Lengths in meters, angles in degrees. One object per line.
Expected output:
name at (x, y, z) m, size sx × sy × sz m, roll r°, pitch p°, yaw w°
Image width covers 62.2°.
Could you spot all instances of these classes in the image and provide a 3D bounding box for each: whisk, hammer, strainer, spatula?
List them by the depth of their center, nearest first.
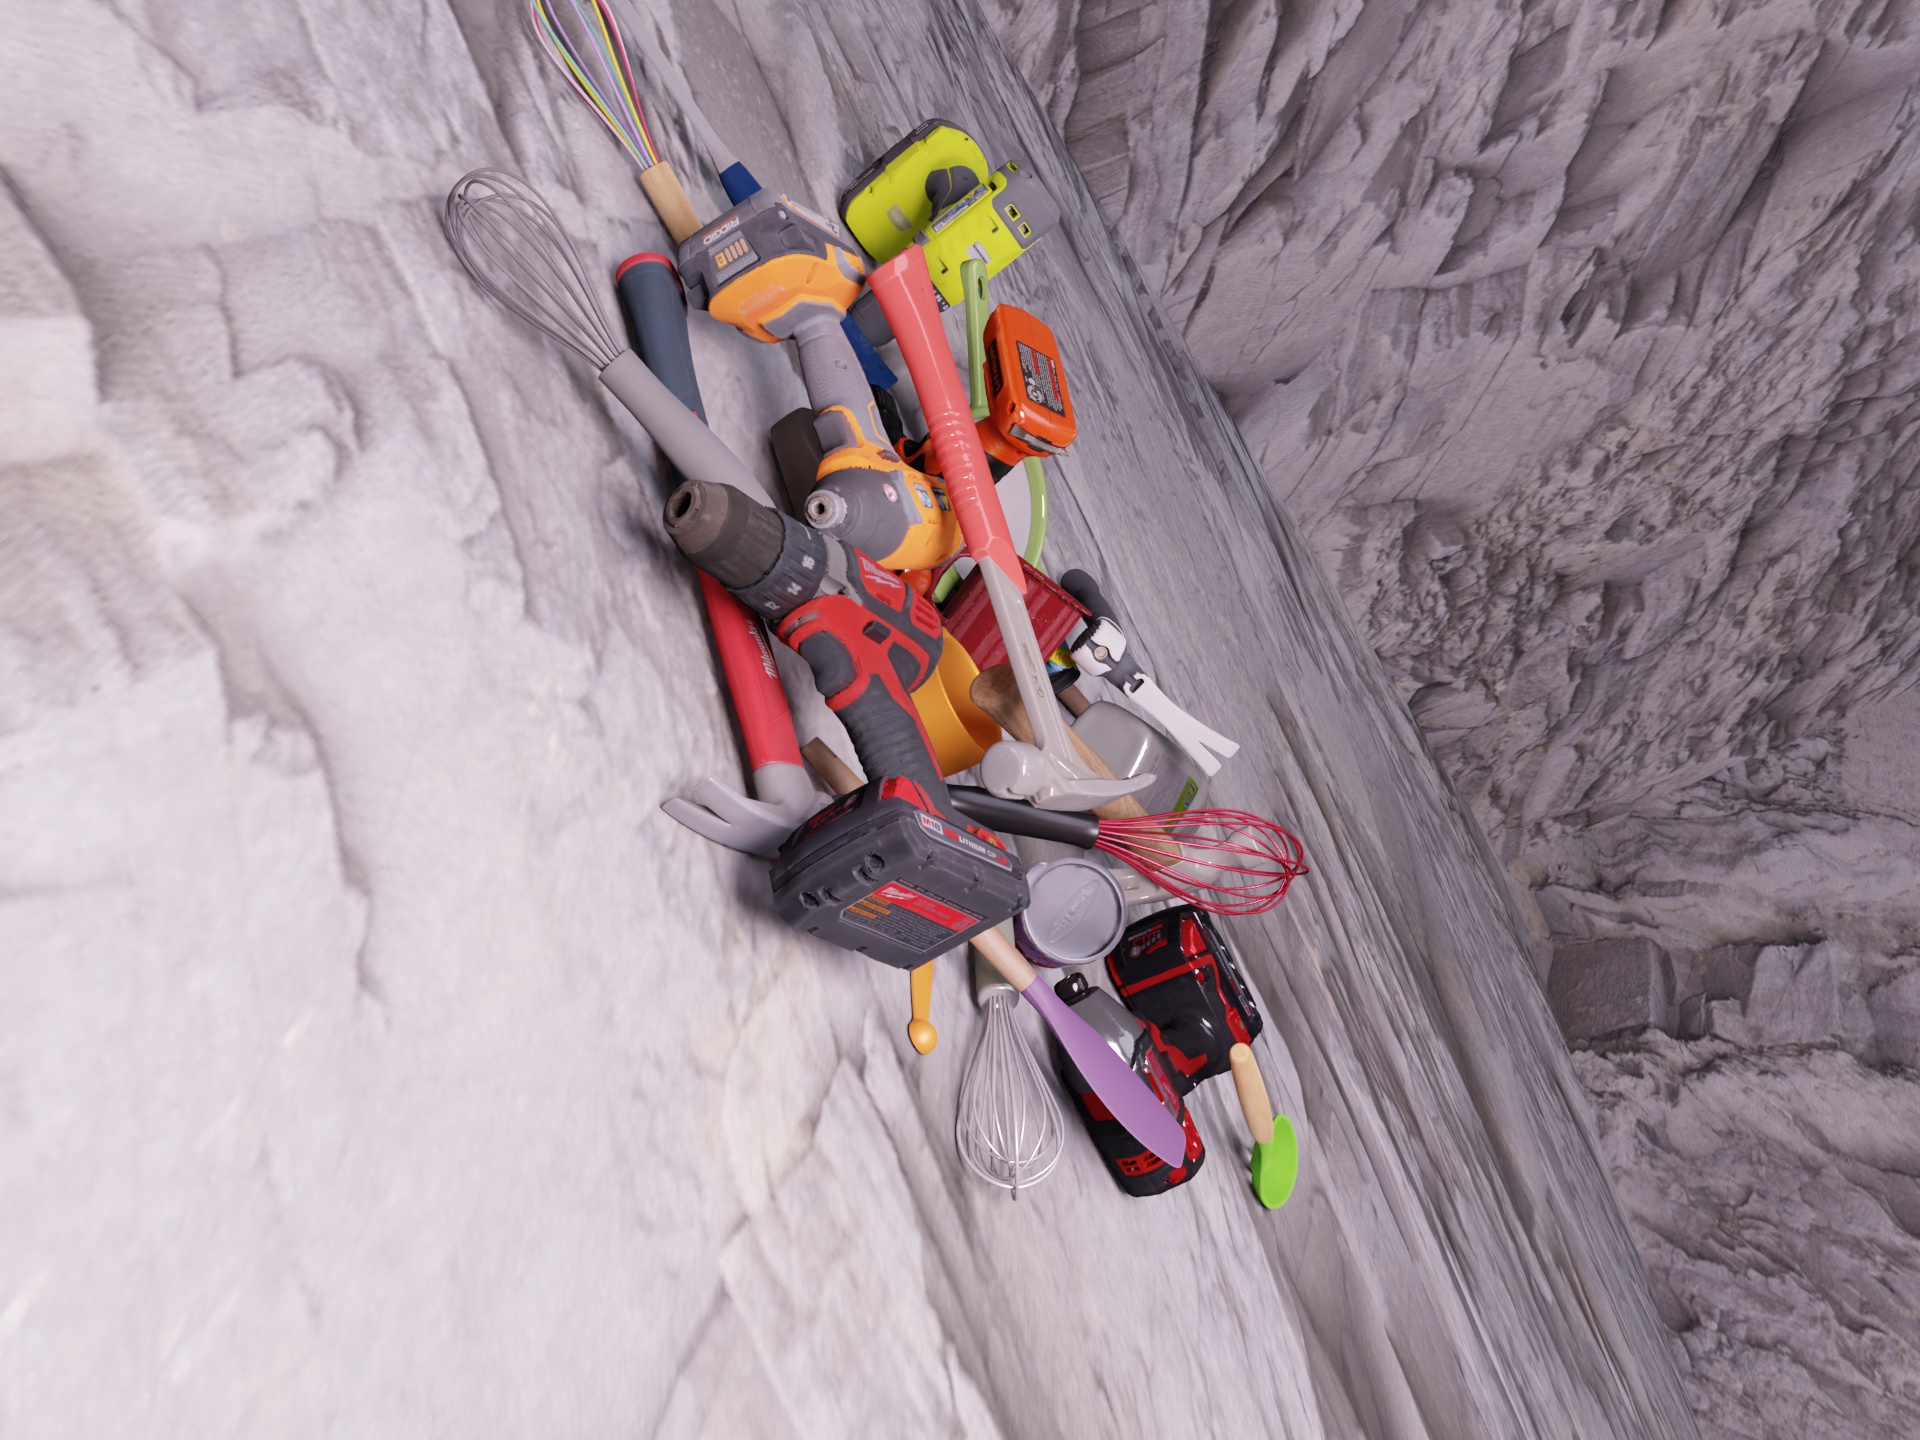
whisk at (-0.175, -0.185, 0.822) m, size 0.239 × 0.055 × 0.055 m, roll 48°, pitch 23°, yaw -10°
hammer at (-0.144, -0.107, 0.867) m, size 0.143 × 0.038 × 0.387 m, roll 22°, pitch 44°, yaw -57°
spatula at (0.021, 0.130, 0.894) m, size 0.316 × 0.018 × 0.060 m, roll 48°, pitch 20°, yaw -1°
whisk at (0.023, 0.168, 0.918) m, size 0.247 × 0.058 × 0.059 m, roll -94°, pitch -177°, yaw -53°
hammer at (0.018, -0.119, 0.945) m, size 0.149 × 0.036 × 0.359 m, roll 6°, pitch 63°, yaw -55°
whisk at (0.101, 0.076, 1.032) m, size 0.295 × 0.073 × 0.073 m, roll 13°, pitch 44°, yaw -23°
whisk at (-0.212, -0.384, 1.044) m, size 0.245 × 0.047 × 0.051 m, roll 61°, pitch 19°, yaw -13°
hammer at (0.093, 0.051, 1.072) m, size 0.331 × 0.130 × 0.031 m, roll 43°, pitch 28°, yaw -50°
hammer at (-0.170, -0.409, 1.145) m, size 0.405 × 0.035 × 0.144 m, roll 56°, pitch 31°, yaw -15°
strainer at (-0.003, -0.213, 1.199) m, size 0.151 × 0.069 × 0.256 m, roll -13°, pitch 102°, yaw -54°
hammer at (0.130, -0.065, 1.311) m, size 0.149 × 0.036 × 0.409 m, roll 41°, pitch 10°, yaw -13°

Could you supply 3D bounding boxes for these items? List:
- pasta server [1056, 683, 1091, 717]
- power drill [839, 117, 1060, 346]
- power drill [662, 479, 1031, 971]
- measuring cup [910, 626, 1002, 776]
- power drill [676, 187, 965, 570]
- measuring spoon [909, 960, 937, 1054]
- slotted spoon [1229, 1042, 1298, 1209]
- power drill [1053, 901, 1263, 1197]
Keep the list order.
pasta server at (0.114, -0.009, 1.346) m, size 0.315 × 0.040 × 0.060 m, roll 45°, pitch 38°, yaw -36°
power drill at (-0.029, -0.414, 1.351) m, size 0.080 × 0.190 × 0.229 m, roll 47°, pitch 11°, yaw -35°
power drill at (-0.062, -0.007, 0.783) m, size 0.187 × 0.080 × 0.227 m, roll 32°, pitch 34°, yaw -48°
measuring cup at (-0.002, -0.003, 1.057) m, size 0.095 × 0.052 × 0.173 m, roll 69°, pitch 16°, yaw 12°
power drill at (-0.082, -0.196, 0.953) m, size 0.226 × 0.084 × 0.164 m, roll 65°, pitch 20°, yaw 4°
measuring spoon at (-0.018, 0.138, 0.893) m, size 0.021 × 0.011 × 0.117 m, roll 49°, pitch 24°, yaw -31°
slotted spoon at (0.208, 0.277, 1.106) m, size 0.313 × 0.031 × 0.070 m, roll 63°, pitch 40°, yaw -58°
power drill at (0.126, 0.207, 1.064) m, size 0.143 × 0.078 × 0.219 m, roll 62°, pitch 24°, yaw -1°
